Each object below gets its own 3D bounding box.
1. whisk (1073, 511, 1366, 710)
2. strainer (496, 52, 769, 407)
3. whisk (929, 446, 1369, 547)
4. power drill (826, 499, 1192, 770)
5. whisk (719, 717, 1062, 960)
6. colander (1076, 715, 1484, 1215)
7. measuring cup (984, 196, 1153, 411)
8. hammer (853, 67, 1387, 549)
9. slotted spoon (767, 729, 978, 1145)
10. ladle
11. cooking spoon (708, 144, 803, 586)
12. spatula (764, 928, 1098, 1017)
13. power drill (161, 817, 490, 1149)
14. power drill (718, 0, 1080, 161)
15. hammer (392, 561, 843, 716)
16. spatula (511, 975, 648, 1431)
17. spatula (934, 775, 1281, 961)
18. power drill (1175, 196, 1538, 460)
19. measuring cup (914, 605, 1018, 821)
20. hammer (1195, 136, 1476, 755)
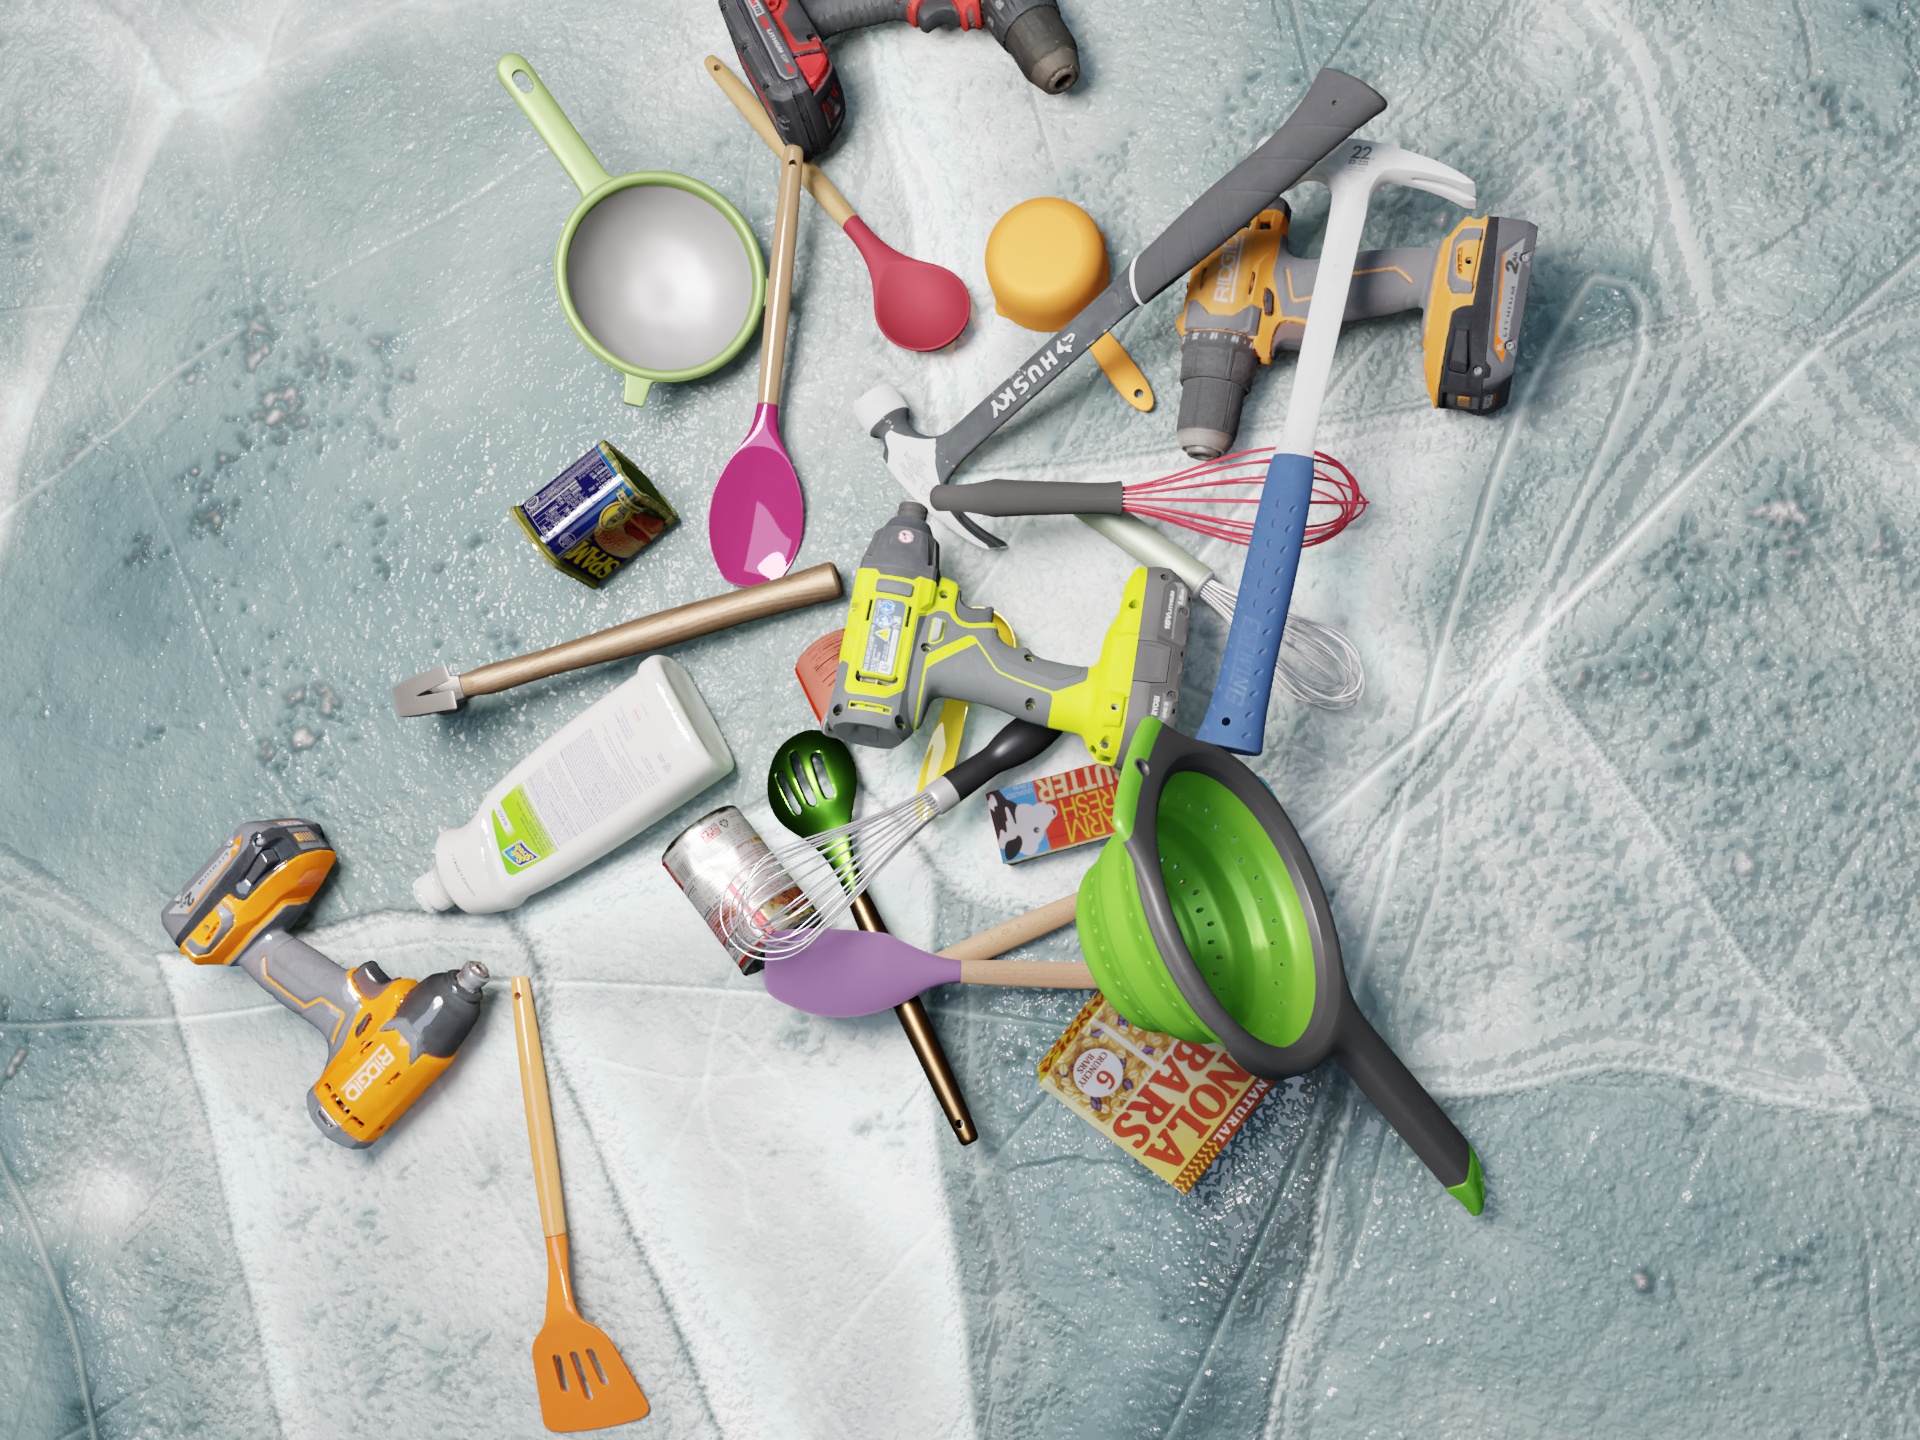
[{"bbox_3d":[0.173,-0.087,1.090,0.246,0.059,0.058,38,48,17],"label":"whisk"},{"bbox_3d":[-0.253,-0.363,1.160,0.151,0.069,0.256,-38,101,-11],"label":"strainer"},{"bbox_3d":[0.127,-0.149,1.068,0.296,0.073,0.073,0,84,-1],"label":"whisk"},{"bbox_3d":[0.035,-0.055,1.065,0.223,0.080,0.171,10,71,1],"label":"power drill"},{"bbox_3d":[-0.038,0.068,1.069,0.284,0.070,0.070,-34,78,-17],"label":"whisk"},{"bbox_3d":[0.186,0.179,0.975,0.094,0.205,0.396,-28,113,34],"label":"colander"},{"bbox_3d":[0.083,-0.293,1.123,0.095,0.052,0.174,-35,76,6],"label":"measuring cup"},{"bbox_3d":[0.106,-0.274,1.056,0.409,0.036,0.149,-37,82,28],"label":"hammer"},{"bbox_3d":[-0.058,0.145,1.101,0.070,0.031,0.314,-29,74,10],"label":"slotted spoon"},{"bbox_3d":[-0.099,-0.388,1.185,0.069,0.031,0.315,-38,76,-2],"label":"ladle"},{"bbox_3d":[-0.137,-0.256,1.159,0.068,0.017,0.319,6,95,-5],"label":"cooking spoon"},{"bbox_3d":[0.026,0.172,1.071,0.316,0.018,0.060,1,89,0],"label":"spatula"},{"bbox_3d":[-0.455,0.177,1.163,0.164,0.084,0.226,-45,81,8],"label":"power drill"},{"bbox_3d":[-0.039,-0.496,1.151,0.226,0.080,0.188,-27,75,-1],"label":"power drill"},{"bbox_3d":[-0.246,-0.057,1.144,0.331,0.130,0.031,-16,94,1],"label":"hammer"},{"bbox_3d":[-0.291,0.345,1.144,0.081,0.041,0.323,-14,77,10],"label":"spatula"},{"bbox_3d":[0.075,0.130,1.082,0.317,0.044,0.082,-25,103,9],"label":"spatula"},{"bbox_3d":[0.257,-0.258,1.073,0.226,0.084,0.185,10,85,17],"label":"power drill"},{"bbox_3d":[-0.002,-0.004,1.123,0.062,0.029,0.156,17,90,13],"label":"measuring cup"},{"bbox_3d":[0.220,-0.177,1.009,0.144,0.035,0.405,11,84,22],"label":"hammer"}]
